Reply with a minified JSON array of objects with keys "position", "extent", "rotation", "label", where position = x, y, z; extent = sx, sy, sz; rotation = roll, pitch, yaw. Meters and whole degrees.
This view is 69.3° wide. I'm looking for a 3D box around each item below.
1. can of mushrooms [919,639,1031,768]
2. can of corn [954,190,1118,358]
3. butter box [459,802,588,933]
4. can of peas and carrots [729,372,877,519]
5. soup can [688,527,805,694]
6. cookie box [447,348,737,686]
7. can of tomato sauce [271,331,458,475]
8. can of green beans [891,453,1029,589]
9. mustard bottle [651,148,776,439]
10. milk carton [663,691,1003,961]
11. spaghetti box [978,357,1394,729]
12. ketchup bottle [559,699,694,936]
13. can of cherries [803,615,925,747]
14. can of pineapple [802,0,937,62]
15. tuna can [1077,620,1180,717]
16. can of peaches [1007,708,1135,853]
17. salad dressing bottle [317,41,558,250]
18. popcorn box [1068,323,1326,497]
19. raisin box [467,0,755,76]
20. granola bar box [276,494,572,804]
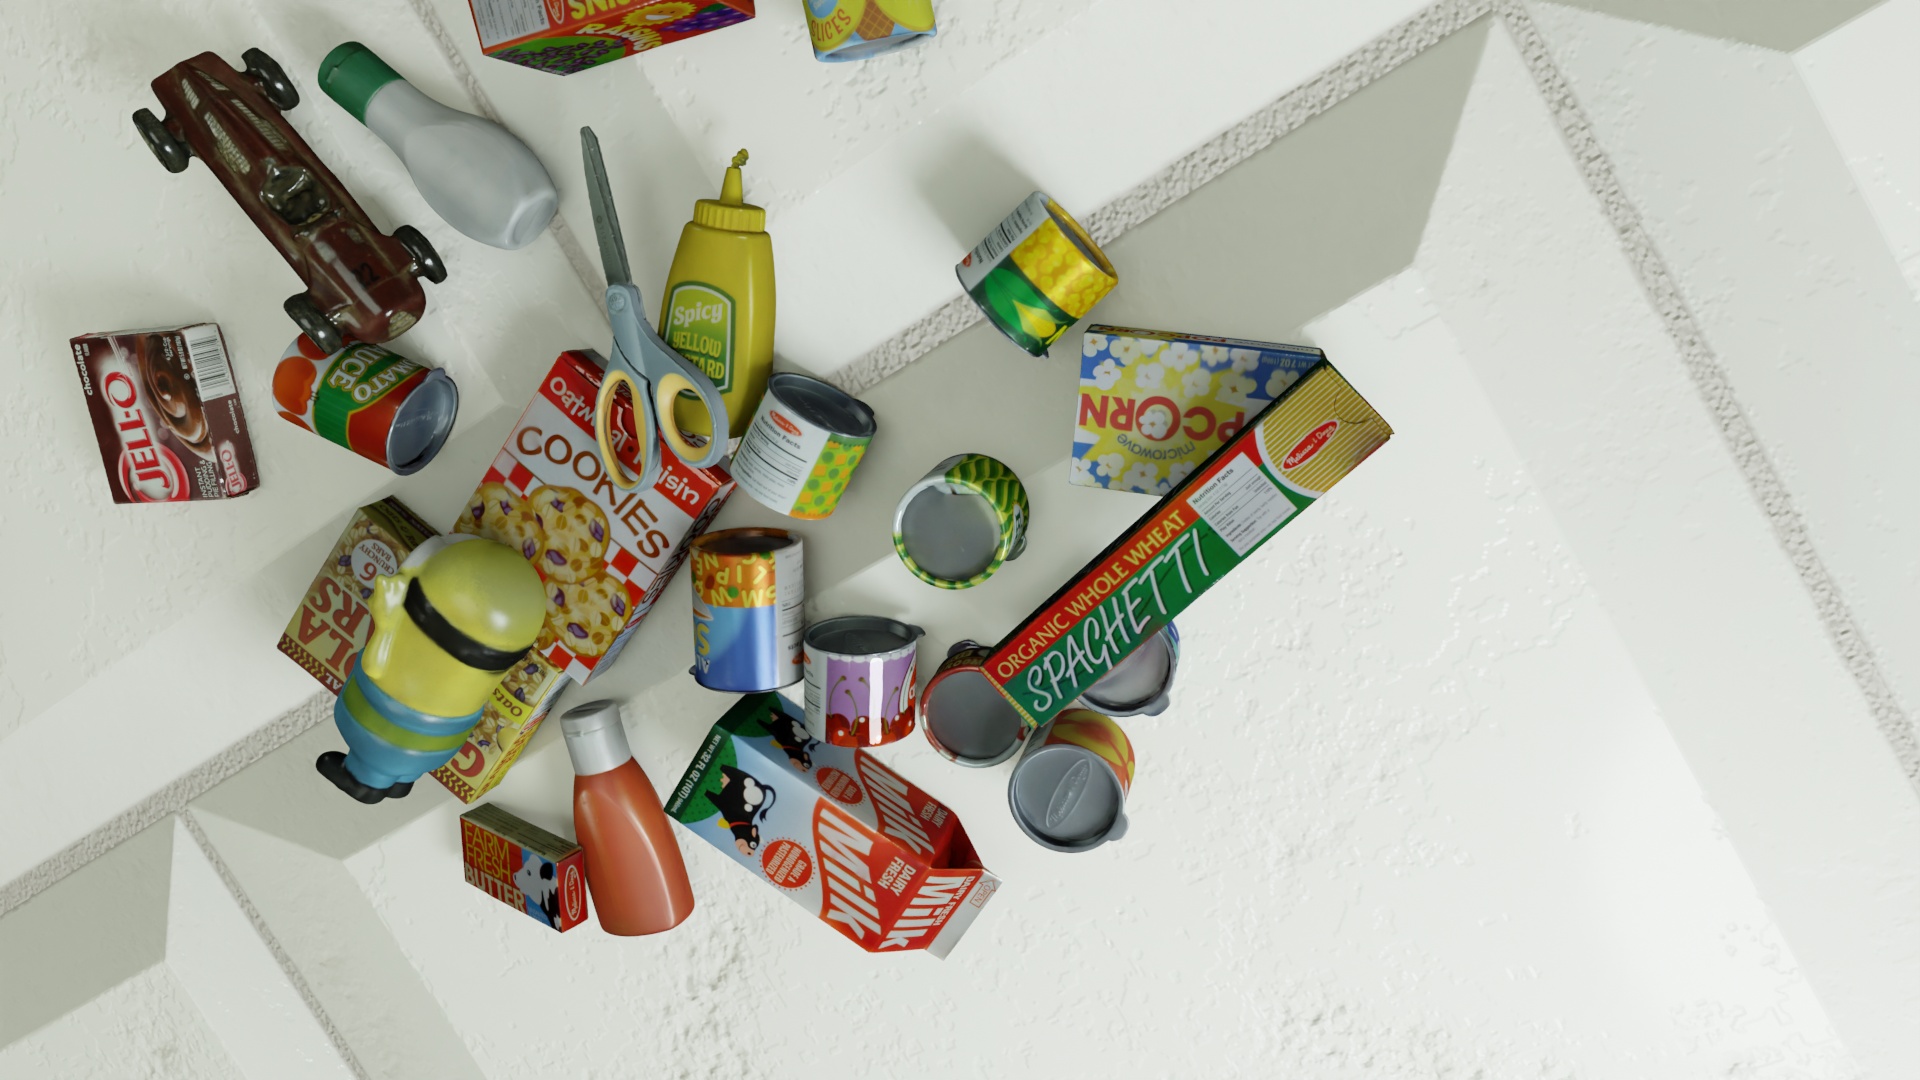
[{"position":[0.010,0.096,0.815],"extent":[0.071,0.033,0.070],"rotation":[4,106,14],"label":"can of mushrooms"},{"position":[0.042,-0.138,0.730],"extent":[0.058,0.071,0.071],"rotation":[-41,92,20],"label":"can of corn"},{"position":[-0.284,0.211,0.902],"extent":[0.103,0.024,0.053],"rotation":[12,110,35],"label":"butter box"},{"position":[-0.088,-0.053,0.784],"extent":[0.071,0.071,0.058],"rotation":[31,113,4],"label":"can of peas and carrots"},{"position":[-0.127,0.040,0.816],"extent":[0.071,0.071,0.083],"rotation":[3,104,13],"label":"soup can"},{"position":[-0.227,-0.013,0.841],"extent":[0.123,0.040,0.167],"rotation":[39,110,2],"label":"cookie box"},{"position":[-0.359,-0.087,0.840],"extent":[0.083,0.071,0.071],"rotation":[24,109,7],"label":"can of tomato sauce"},{"position":[0.001,-0.011,0.776],"extent":[0.071,0.058,0.071],"rotation":[4,105,13],"label":"can of green beans"},{"position":[-0.135,-0.139,0.781],"extent":[0.065,0.049,0.159],"rotation":[13,107,14],"label":"mustard bottle"},{"position":[-0.071,0.175,0.834],"extent":[0.190,0.074,0.072],"rotation":[34,109,3],"label":"milk carton"},{"position":[0.112,0.006,0.728],"extent":[0.050,0.029,0.249],"rotation":[46,112,-2],"label":"spaghetti box"},{"position":[-0.218,0.177,0.886],"extent":[0.064,0.044,0.148],"rotation":[-9,102,22],"label":"ketchup bottle"},{"position":[-0.056,0.082,0.810],"extent":[0.071,0.072,0.058],"rotation":[5,106,13],"label":"can of cherries"},{"position":[-0.050,-0.282,0.713],"extent":[0.071,0.071,0.057],"rotation":[-9,102,16],"label":"can of pineapple"},{"position":[0.093,0.065,0.786],"extent":[0.071,0.033,0.071],"rotation":[4,105,13],"label":"tuna can"},{"position":[0.067,0.138,0.798],"extent":[0.071,0.058,0.071],"rotation":[3,105,12],"label":"can of peaches"},{"position":[-0.303,-0.230,0.803],"extent":[0.148,0.044,0.064],"rotation":[39,112,3],"label":"salad dressing bottle"},{"position":[0.125,-0.066,0.741],"extent":[0.127,0.038,0.085],"rotation":[8,108,12],"label":"popcorn box"},{"position":[-0.182,-0.286,0.735],"extent":[0.123,0.086,0.040],"rotation":[-10,97,16],"label":"raisin box"},{"position":[-0.341,0.071,0.892],"extent":[0.165,0.039,0.123],"rotation":[39,110,2],"label":"granola bar box"}]
